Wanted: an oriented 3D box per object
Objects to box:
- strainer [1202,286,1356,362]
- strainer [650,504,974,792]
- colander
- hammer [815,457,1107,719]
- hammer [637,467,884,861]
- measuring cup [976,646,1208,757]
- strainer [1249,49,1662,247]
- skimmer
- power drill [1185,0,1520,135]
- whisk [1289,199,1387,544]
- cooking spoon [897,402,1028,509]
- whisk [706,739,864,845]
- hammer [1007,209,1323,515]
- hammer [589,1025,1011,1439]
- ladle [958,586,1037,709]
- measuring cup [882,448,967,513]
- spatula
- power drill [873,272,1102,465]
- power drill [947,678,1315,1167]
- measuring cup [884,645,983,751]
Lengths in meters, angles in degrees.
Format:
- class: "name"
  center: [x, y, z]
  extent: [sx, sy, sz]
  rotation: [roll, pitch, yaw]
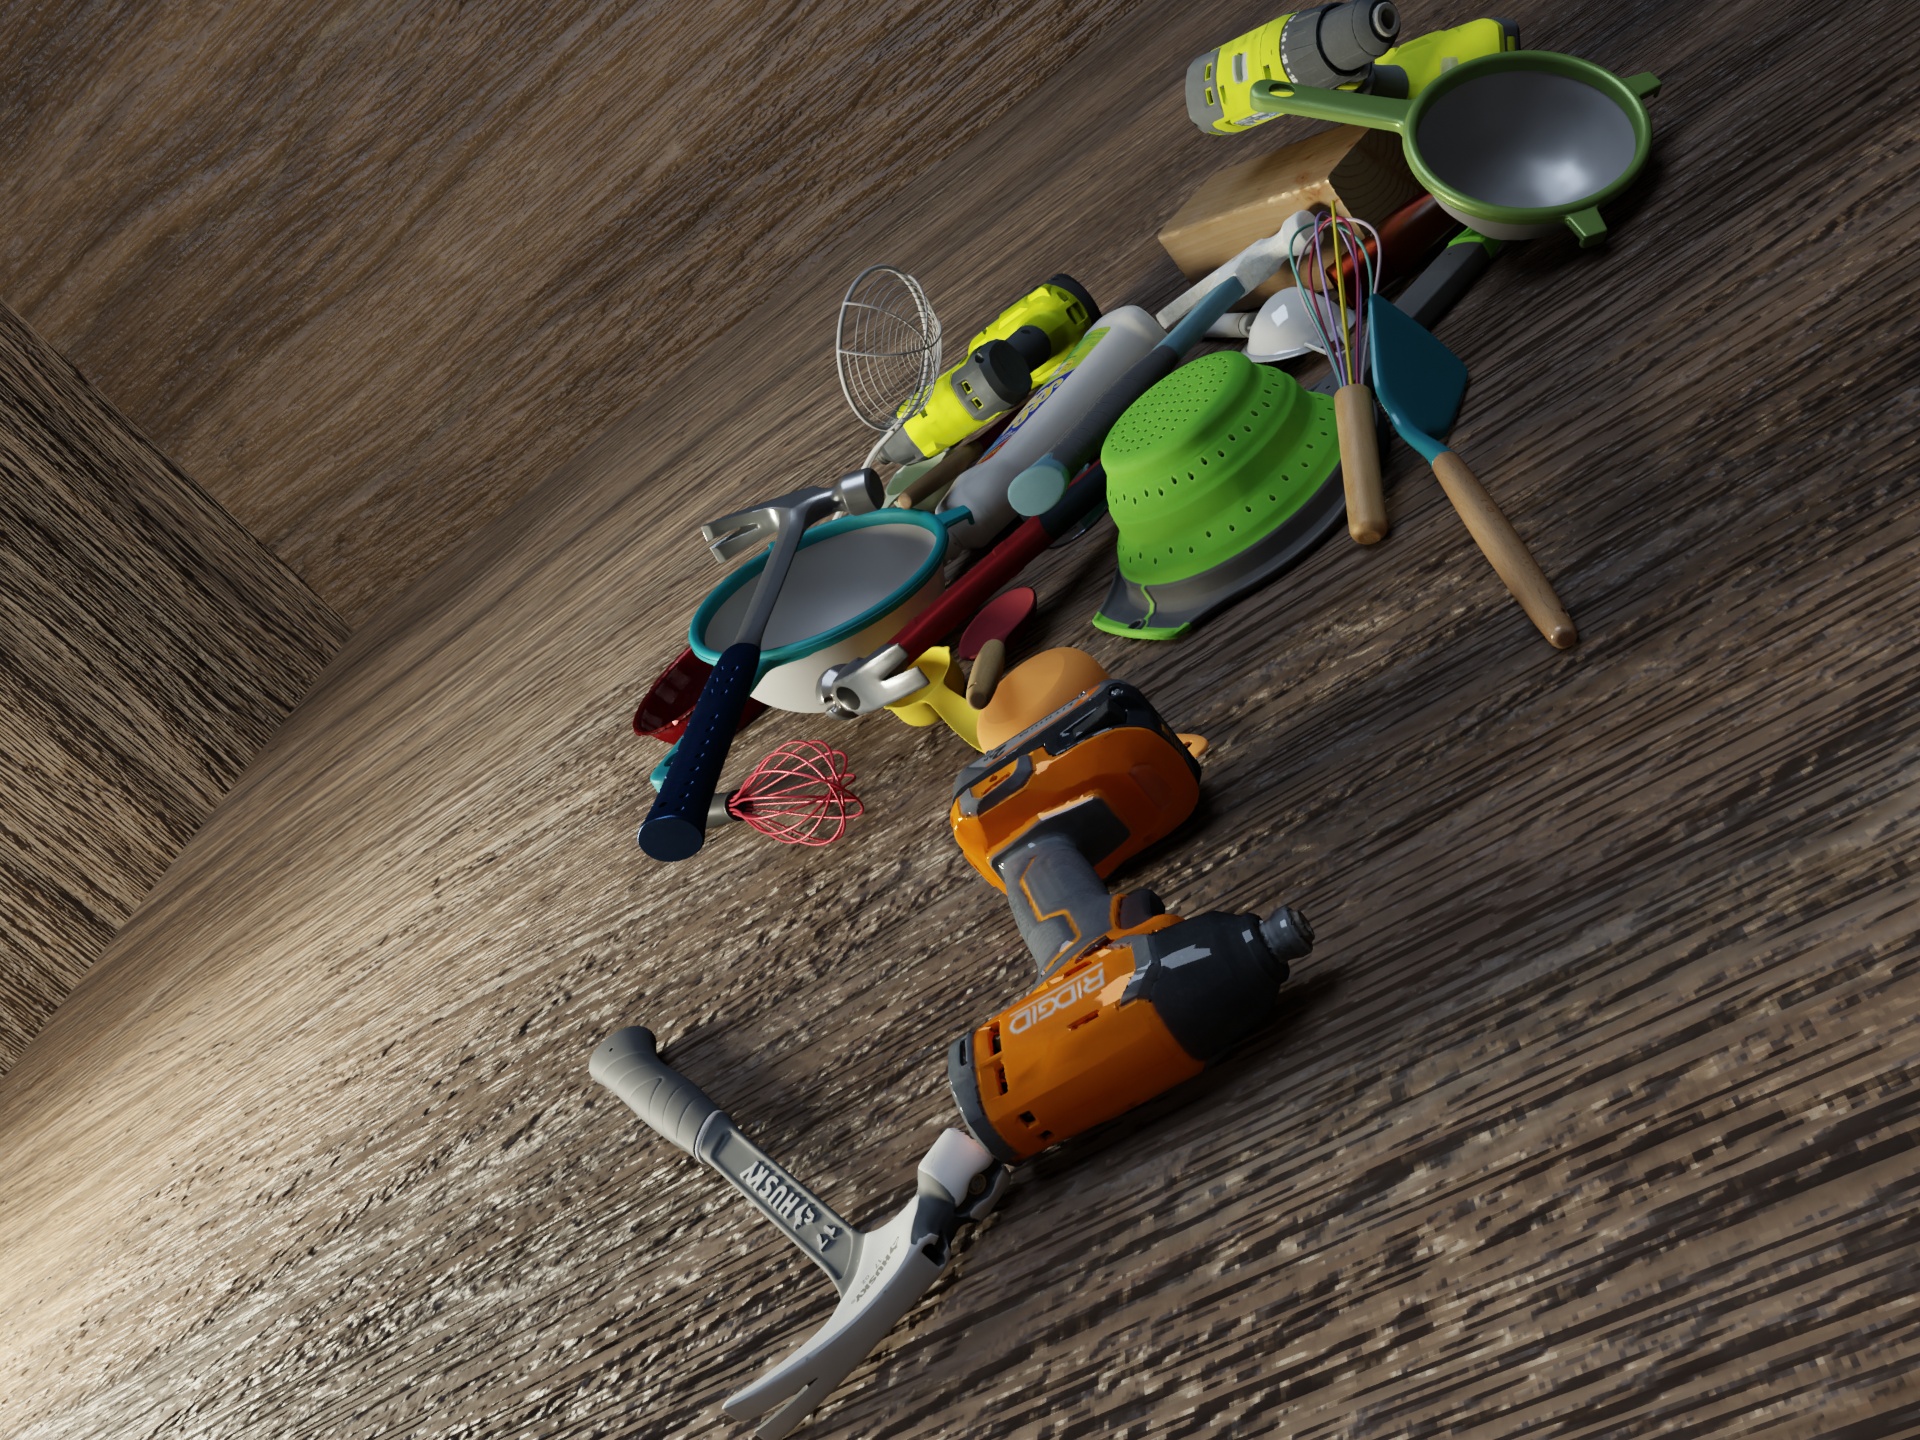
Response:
- class: "strainer"
  center: [0.225, -0.304, 1.218]
  extent: [0.087, 0.050, 0.259]
  rotation: [-28, 19, -7]
- class: "strainer"
  center: [-0.117, -0.032, 1.169]
  extent: [0.211, 0.095, 0.340]
  rotation: [-5, 35, 31]
- class: "colander"
  center: [0.211, -0.223, 1.021]
  extent: [0.397, 0.094, 0.205]
  rotation: [-47, 24, -13]
- class: "hammer"
  center: [0.065, -0.136, 1.092]
  extent: [0.386, 0.038, 0.143]
  rotation: [-42, 10, -23]
- class: "hammer"
  center: [-0.152, -0.050, 1.091]
  extent: [0.144, 0.035, 0.406]
  rotation: [-14, 34, 18]
- class: "measuring cup"
  center: [0.072, -0.001, 0.899]
  extent: [0.095, 0.052, 0.174]
  rotation: [-50, 22, -19]
- class: "strainer"
  center: [0.313, -0.371, 1.043]
  extent: [0.256, 0.069, 0.151]
  rotation: [18, 65, 20]
- class: "skimmer"
  center: [-0.113, -0.217, 1.357]
  extent: [0.127, 0.090, 0.363]
  rotation: [-42, -9, -47]
- class: "power drill"
  center: [0.310, -0.486, 1.190]
  extent: [0.228, 0.080, 0.191]
  rotation: [-8, 7, -29]
- class: "whisk"
  center: [0.227, -0.211, 0.936]
  extent: [0.047, 0.051, 0.245]
  rotation: [114, 160, -60]
- class: "cooking spoon"
  center: [0.005, -0.225, 1.356]
  extent: [0.068, 0.017, 0.319]
  rotation: [-34, 7, 27]
- class: "whisk"
  center: [-0.152, 0.059, 1.145]
  extent: [0.073, 0.073, 0.296]
  rotation: [-53, 20, -26]
- class: "hammer"
  center: [0.136, -0.247, 1.116]
  extent: [0.331, 0.033, 0.128]
  rotation: [-48, 14, -34]
- class: "hammer"
  center: [-0.124, 0.228, 0.830]
  extent: [0.149, 0.036, 0.409]
  rotation: [-50, 24, -17]
- class: "ladle"
  center: [0.020, -0.041, 0.991]
  extent: [0.069, 0.031, 0.315]
  rotation: [-40, 6, 10]
- class: "measuring cup"
  center: [-0.054, -0.186, 1.450]
  extent: [0.168, 0.038, 0.083]
  rotation: [-53, 25, -21]
- class: "spatula"
  center: [0.268, -0.132, 0.830]
  extent: [0.044, 0.082, 0.318]
  rotation: [-49, 24, 26]
- class: "power drill"
  center: [0.024, -0.308, 1.426]
  extent: [0.171, 0.080, 0.223]
  rotation: [-25, 15, 43]
- class: "power drill"
  center: [0.072, 0.079, 0.730]
  extent: [0.164, 0.084, 0.227]
  rotation: [-32, 29, 19]
- class: "measuring cup"
  center: [-0.002, -0.003, 1.070]
  extent: [0.062, 0.029, 0.157]
  rotation: [-44, 35, -4]
